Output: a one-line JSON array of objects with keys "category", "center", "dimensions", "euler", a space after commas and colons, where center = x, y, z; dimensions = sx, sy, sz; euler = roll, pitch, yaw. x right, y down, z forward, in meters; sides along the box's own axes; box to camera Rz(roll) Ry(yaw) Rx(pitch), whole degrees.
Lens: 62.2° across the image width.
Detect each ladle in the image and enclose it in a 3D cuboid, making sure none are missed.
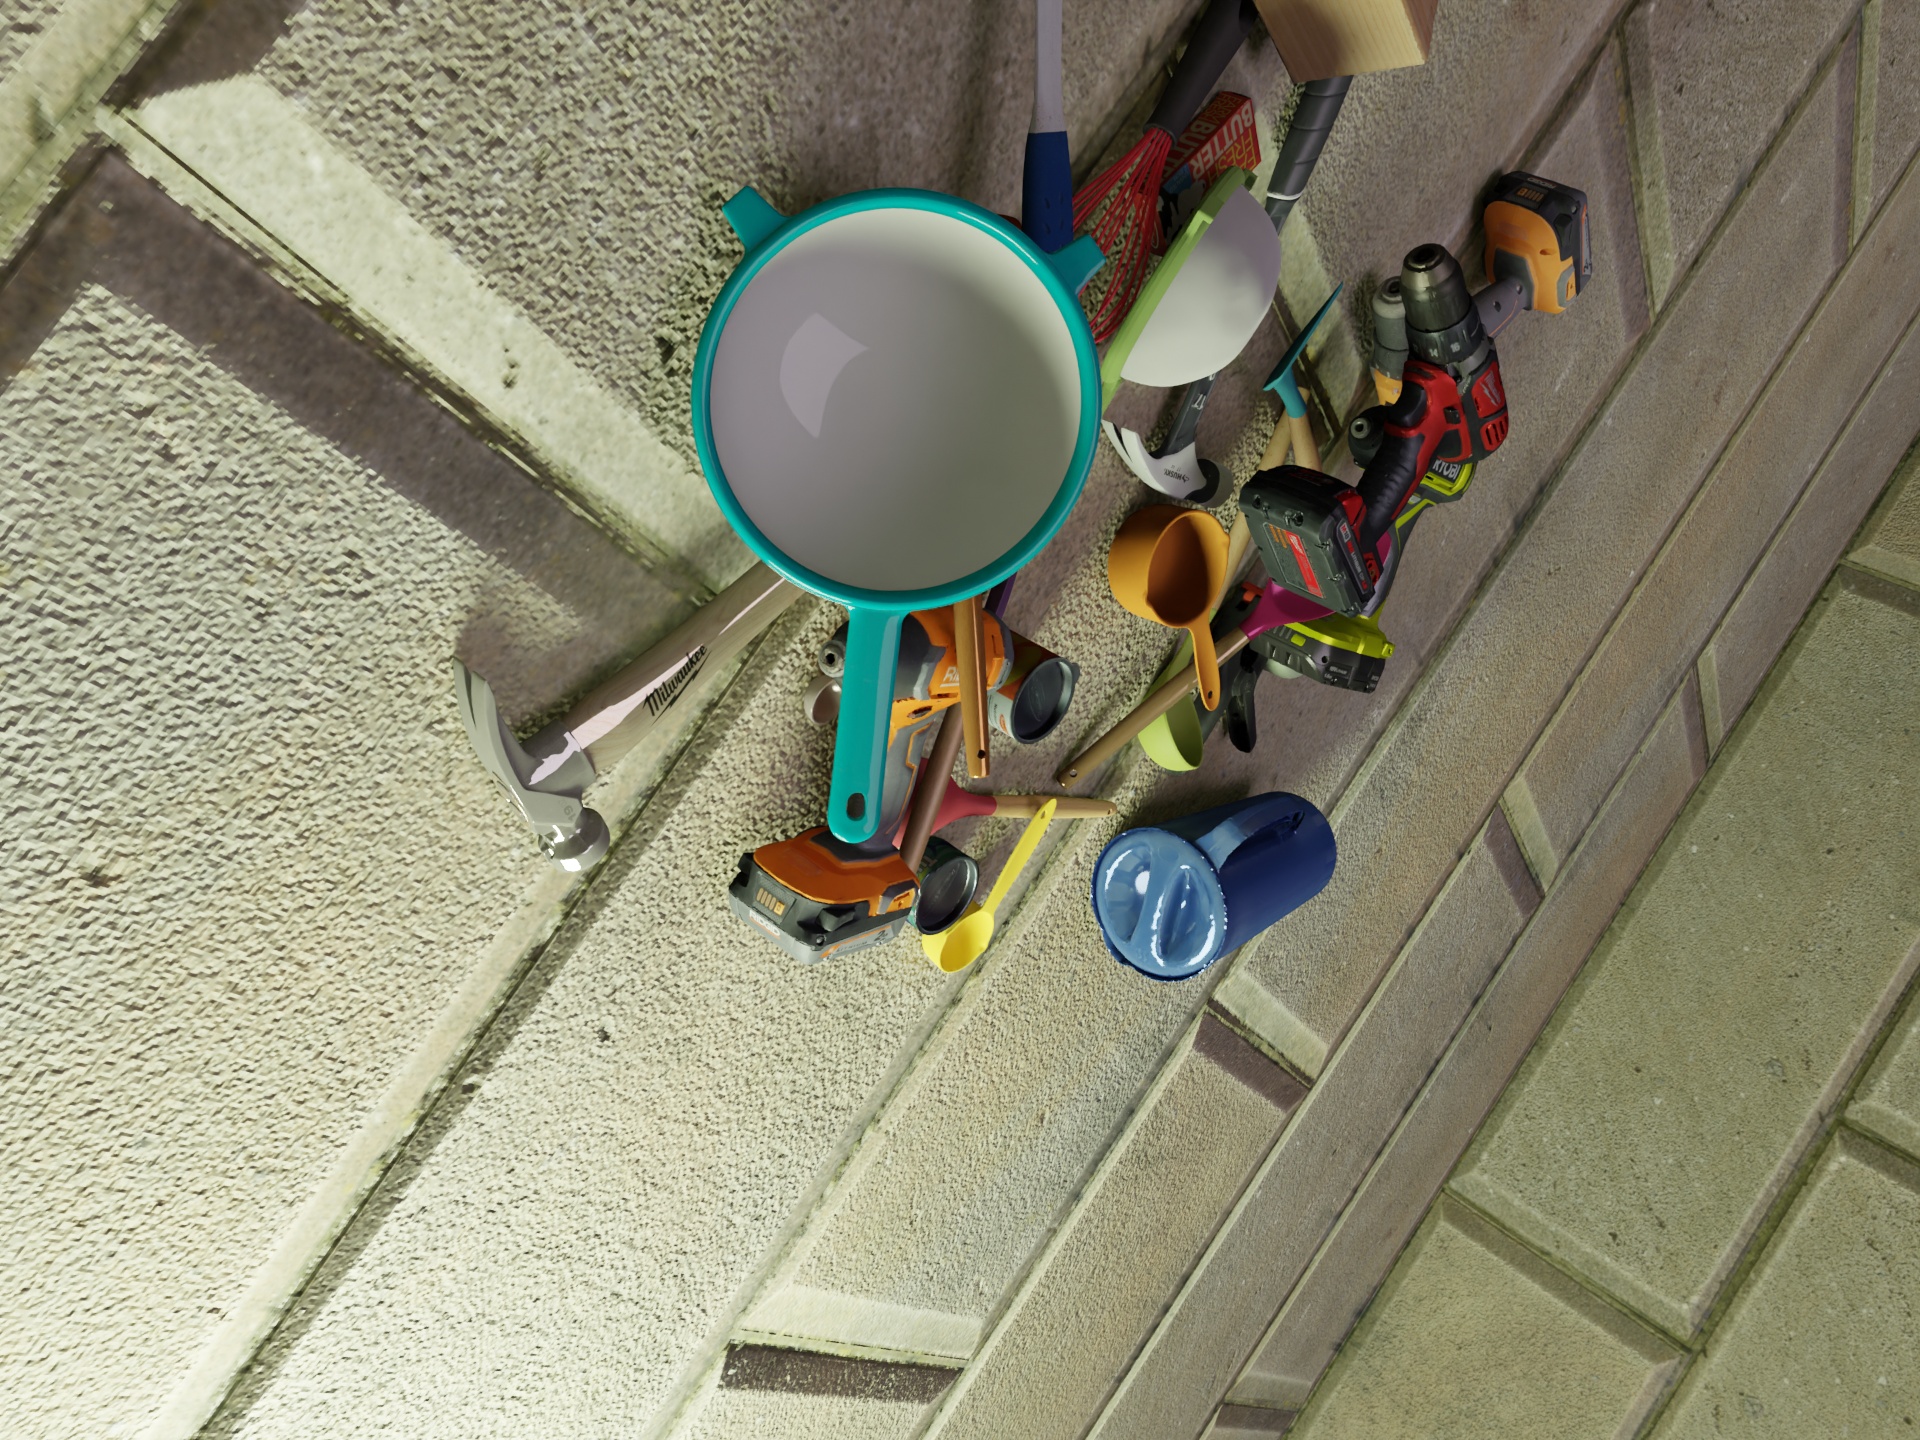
[{"category": "ladle", "center": [0.220, -0.111, 1.272], "dimensions": [0.078, 0.062, 0.320], "euler": [9, 105, -61]}, {"category": "ladle", "center": [0.035, 0.065, 1.199], "dimensions": [0.315, 0.031, 0.069], "euler": [5, 111, -54]}]

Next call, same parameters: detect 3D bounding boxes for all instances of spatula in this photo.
[{"category": "spatula", "center": [-0.002, -0.003, 1.064], "dimensions": [0.060, 0.018, 0.316], "euler": [-105, -146, -83]}, {"category": "spatula", "center": [0.003, -0.125, 0.922], "dimensions": [0.081, 0.041, 0.322], "euler": [-6, 97, -19]}, {"category": "spatula", "center": [0.268, -0.218, 1.214], "dimensions": [0.082, 0.044, 0.317], "euler": [-57, 153, -8]}]

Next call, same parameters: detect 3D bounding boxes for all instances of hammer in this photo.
[{"category": "hammer", "center": [0.214, -0.351, 1.106], "dimensions": [0.149, 0.036, 0.409], "euler": [6, 110, -51]}, {"category": "hammer", "center": [0.052, -0.328, 0.856], "dimensions": [0.144, 0.035, 0.405], "euler": [-21, 119, -43]}, {"category": "hammer", "center": [-0.099, -0.092, 0.908], "dimensions": [0.411, 0.038, 0.146], "euler": [-42, 140, -23]}]

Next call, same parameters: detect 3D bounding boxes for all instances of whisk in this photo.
[{"category": "whisk", "center": [0.112, -0.341, 0.972], "dimensions": [0.296, 0.073, 0.073], "euler": [-61, 146, -10]}]

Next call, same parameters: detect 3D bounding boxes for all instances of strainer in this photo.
[{"category": "strainer", "center": [0.131, -0.222, 1.014], "dimensions": [0.256, 0.069, 0.151], "euler": [-59, 177, 30]}, {"category": "strainer", "center": [-0.046, -0.108, 0.859], "dimensions": [0.211, 0.095, 0.340], "euler": [4, 105, -13]}]

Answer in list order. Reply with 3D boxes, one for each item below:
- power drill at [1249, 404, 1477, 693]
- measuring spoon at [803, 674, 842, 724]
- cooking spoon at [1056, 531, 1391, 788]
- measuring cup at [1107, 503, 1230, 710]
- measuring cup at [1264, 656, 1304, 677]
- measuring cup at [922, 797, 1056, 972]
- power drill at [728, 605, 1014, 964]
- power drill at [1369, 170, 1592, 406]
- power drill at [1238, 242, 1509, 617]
[{"category": "power drill", "center": [0.328, -0.142, 1.298], "dimensions": [0.171, 0.080, 0.223], "euler": [7, 109, -51]}, {"category": "measuring spoon", "center": [-0.059, -0.033, 1.024], "dimensions": [0.124, 0.018, 0.034], "euler": [-32, 145, -43]}, {"category": "cooking spoon", "center": [0.200, -0.052, 1.236], "dimensions": [0.319, 0.068, 0.017], "euler": [-40, -175, 5]}, {"category": "measuring cup", "center": [0.160, -0.083, 1.196], "dimensions": [0.095, 0.052, 0.173], "euler": [-37, 129, -26]}, {"category": "measuring cup", "center": [0.328, -0.088, 1.434], "dimensions": [0.167, 0.038, 0.083], "euler": [-23, 132, -37]}, {"category": "measuring cup", "center": [0.022, 0.120, 1.214], "dimensions": [0.156, 0.029, 0.062], "euler": [-58, 146, 2]}, {"category": "power drill", "center": [-0.062, 0.033, 0.985], "dimensions": [0.164, 0.084, 0.226], "euler": [-4, 120, -59]}, {"category": "power drill", "center": [0.426, -0.355, 1.328], "dimensions": [0.226, 0.084, 0.185], "euler": [-48, 144, -7]}, {"category": "power drill", "center": [0.303, -0.208, 1.140], "dimensions": [0.227, 0.080, 0.187], "euler": [-48, 137, -11]}]
